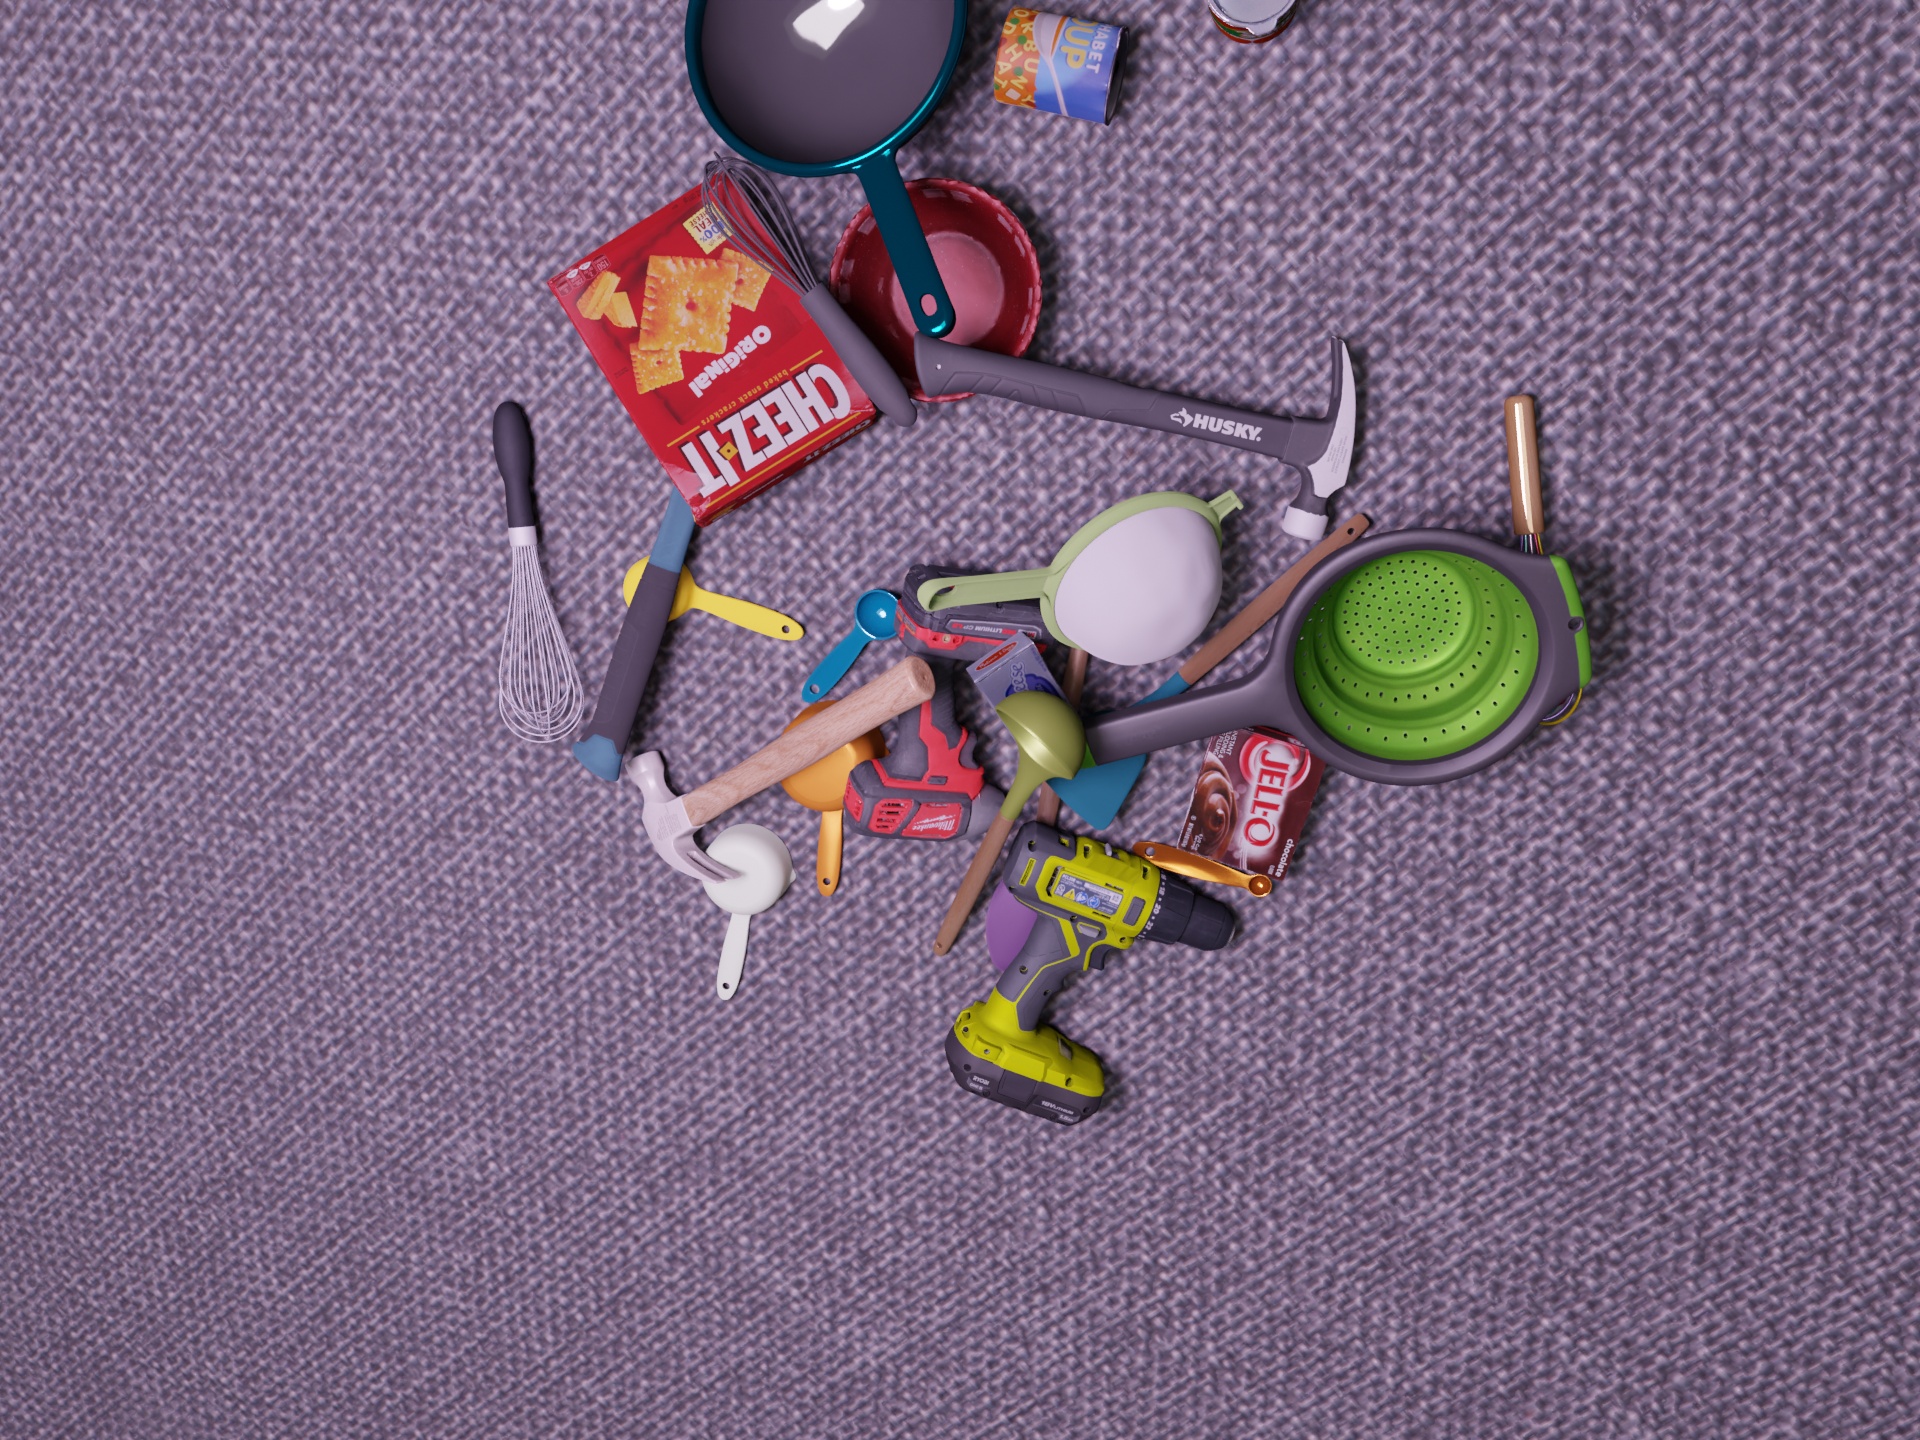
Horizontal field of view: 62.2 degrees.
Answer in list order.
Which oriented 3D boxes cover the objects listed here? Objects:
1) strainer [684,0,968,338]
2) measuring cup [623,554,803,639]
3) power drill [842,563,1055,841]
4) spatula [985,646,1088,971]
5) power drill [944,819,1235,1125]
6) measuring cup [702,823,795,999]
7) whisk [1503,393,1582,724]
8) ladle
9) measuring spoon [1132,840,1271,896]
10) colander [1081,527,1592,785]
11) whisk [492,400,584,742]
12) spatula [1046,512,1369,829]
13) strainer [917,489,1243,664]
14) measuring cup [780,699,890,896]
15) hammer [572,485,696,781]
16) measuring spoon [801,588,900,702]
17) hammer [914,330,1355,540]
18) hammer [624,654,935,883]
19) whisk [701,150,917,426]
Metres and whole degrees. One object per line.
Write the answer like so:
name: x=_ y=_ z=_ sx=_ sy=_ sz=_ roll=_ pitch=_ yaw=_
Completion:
strainer: x=-0.062 y=-0.425 z=1.137 sx=0.211 sy=0.095 sz=0.340 roll=-22 pitch=86 yaw=16
measuring cup: x=-0.205 y=-0.093 z=1.310 sx=0.156 sy=0.029 sz=0.062 roll=18 pitch=108 yaw=9
power drill: x=-0.002 y=-0.004 z=1.258 sx=0.143 sy=0.079 sz=0.219 roll=6 pitch=113 yaw=-23
spatula: x=0.071 y=0.068 z=1.306 sx=0.060 sy=0.018 sz=0.315 roll=12 pitch=108 yaw=3
power drill: x=0.101 y=0.211 z=1.307 sx=0.190 sy=0.080 sz=0.228 roll=21 pitch=106 yaw=-7
measuring cup: x=-0.195 y=0.172 z=1.376 sx=0.083 sy=0.038 sz=0.167 roll=15 pitch=105 yaw=7
whisk: x=0.426 y=-0.117 z=1.174 sx=0.051 sy=0.047 sz=0.245 roll=-12 pitch=100 yaw=-26
ladle: x=0.022 y=0.095 z=1.246 sx=0.078 sy=0.062 sz=0.320 roll=41 pitch=136 yaw=18
measuring spoon: x=0.198 y=0.119 z=1.302 sx=0.117 sy=0.011 sz=0.021 roll=16 pitch=108 yaw=10
colander: x=0.254 y=-0.041 z=1.192 sx=0.397 sy=0.095 sz=0.204 roll=-15 pitch=115 yaw=15
whisk: x=-0.359 y=-0.121 z=1.325 sx=0.070 sy=0.070 sz=0.284 roll=-2 pitch=99 yaw=12
spatula: x=0.195 y=-0.046 z=1.238 sx=0.082 sy=0.044 sz=0.317 roll=45 pitch=107 yaw=-4
strainer: x=0.093 y=-0.084 z=1.141 sx=0.069 sy=0.256 sz=0.151 roll=59 pitch=143 yaw=35
measuring cup: x=-0.113 y=0.072 z=1.325 sx=0.095 sy=0.052 sz=0.173 roll=7 pitch=104 yaw=9
hammer: x=-0.245 y=-0.111 z=1.282 sx=0.128 sy=0.033 sz=0.331 roll=20 pitch=97 yaw=-2
measuring spoon: x=-0.089 y=-0.061 z=1.308 sx=0.042 sy=0.021 sz=0.128 roll=43 pitch=118 yaw=-2
hammer: x=0.128 y=-0.237 z=1.167 sx=0.334 sy=0.035 sz=0.146 roll=11 pitch=109 yaw=-5
hammer: x=-0.142 y=0.033 z=1.262 sx=0.331 sy=0.031 sz=0.130 roll=-28 pitch=81 yaw=37
whisk: x=-0.107 y=-0.313 z=1.162 sx=0.055 sy=0.055 sz=0.239 roll=-35 pitch=102 yaw=18
